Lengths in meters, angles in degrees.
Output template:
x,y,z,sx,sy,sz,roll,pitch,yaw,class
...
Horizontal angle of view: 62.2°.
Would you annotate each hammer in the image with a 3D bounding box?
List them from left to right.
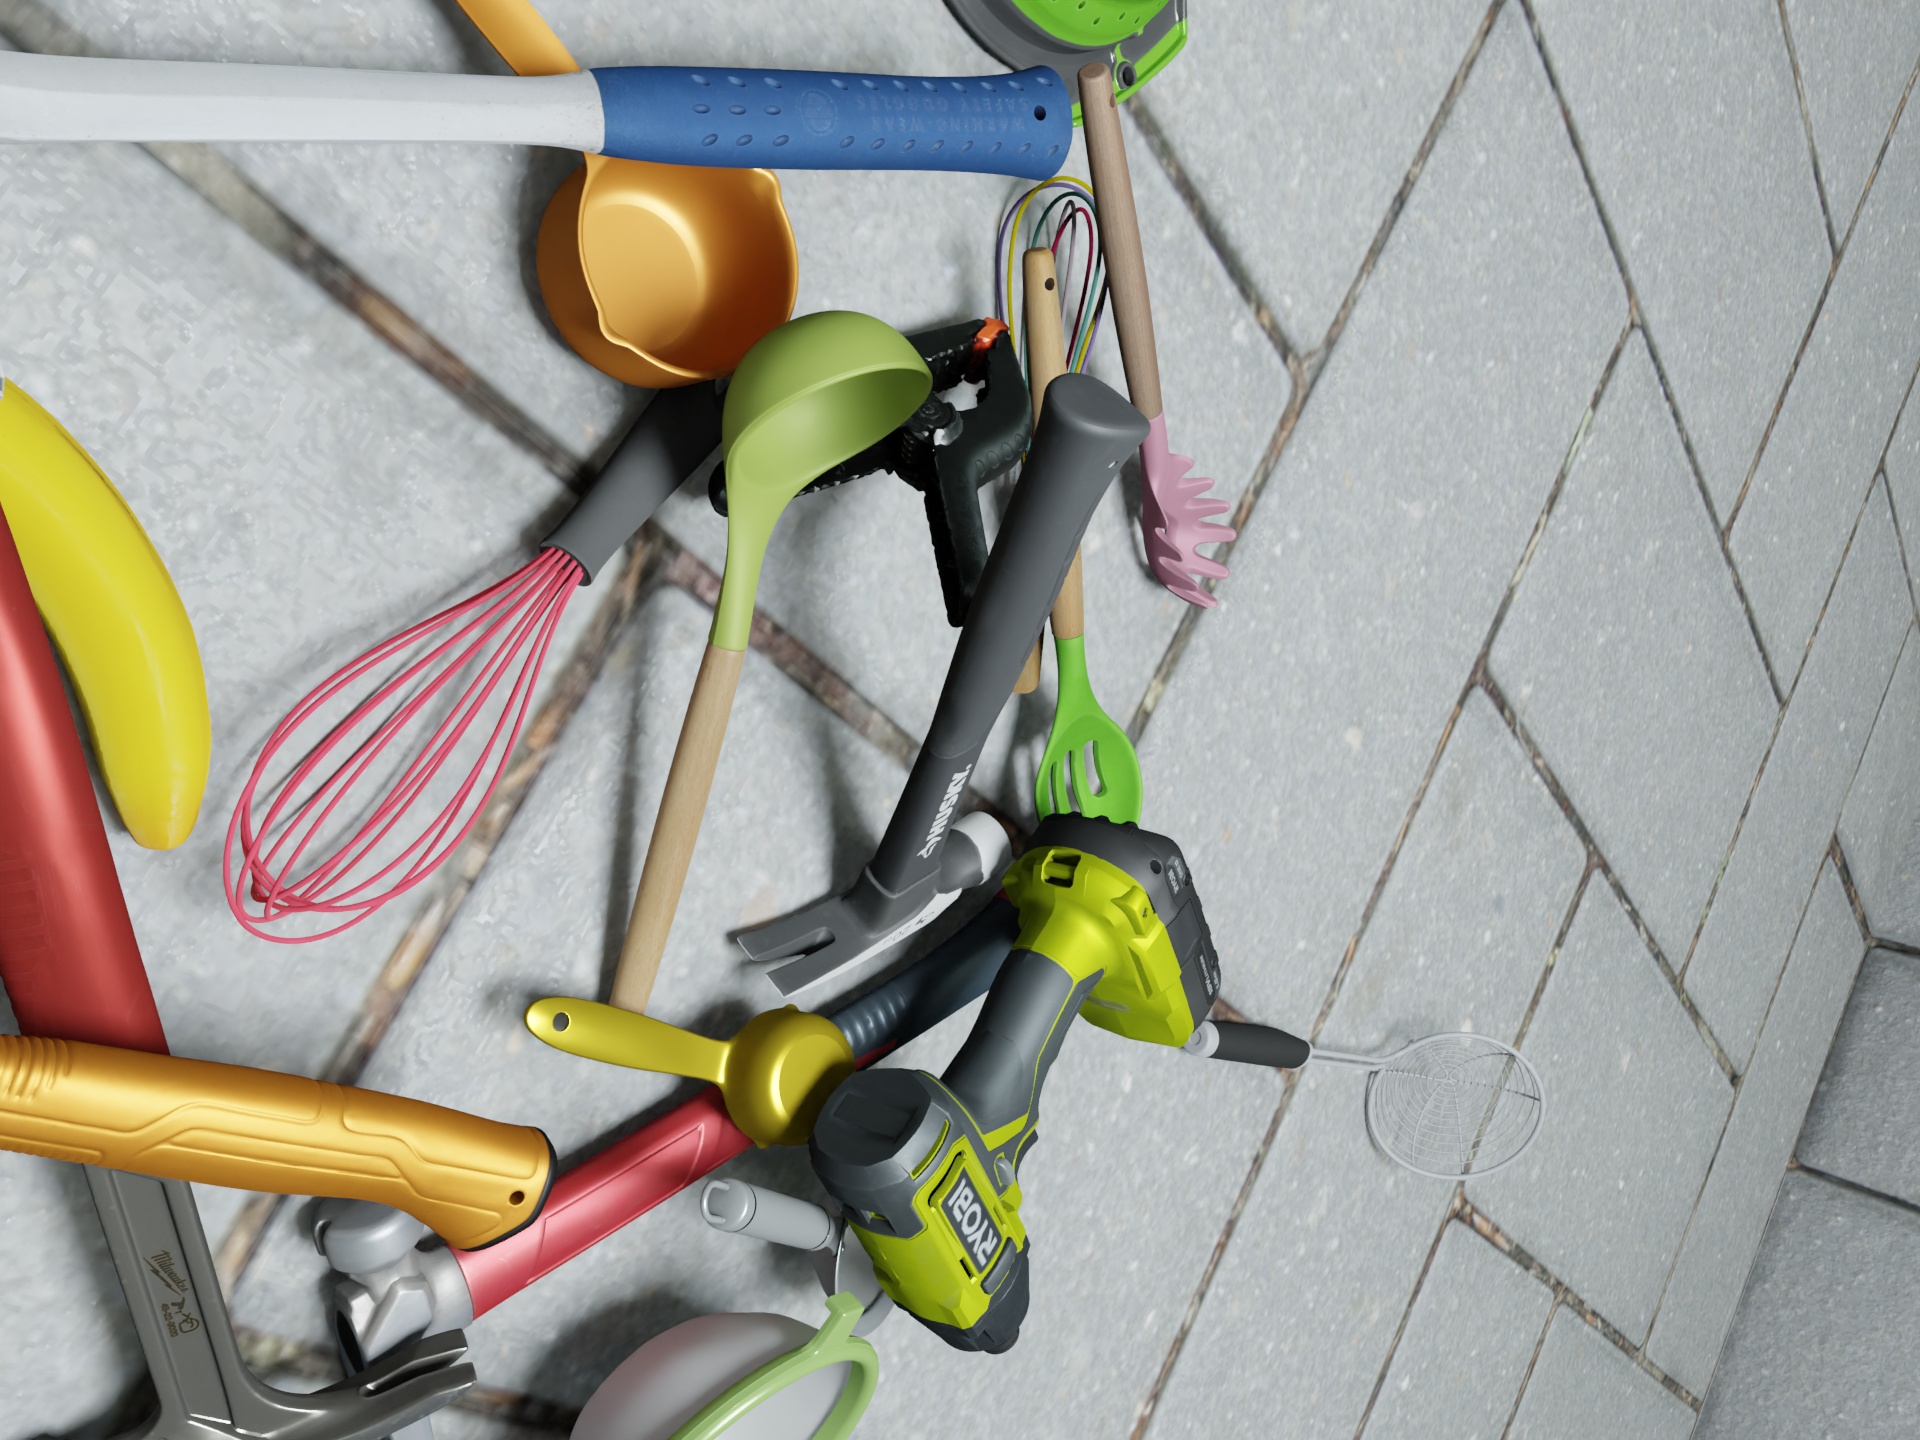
x,y,z,sx,sy,sz,roll,pitch,yaw,class
-0.253,0.091,0.424,0.336,0.034,0.127,26,89,-41,hammer
-0.250,0.091,0.478,0.149,0.037,0.358,-14,115,-24,hammer
-0.127,-0.188,0.508,0.405,0.035,0.144,-13,96,-35,hammer
-0.089,0.183,0.715,0.386,0.038,0.143,-25,119,-40,hammer
-0.001,-0.002,0.626,0.146,0.035,0.334,-29,156,-33,hammer

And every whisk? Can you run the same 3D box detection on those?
x,y,z,sx,sy,sz,roll,pitch,yaw,class
-0.154,-0.043,0.572,0.296,0.073,0.073,-57,135,-27,whisk
0.042,-0.132,0.762,0.047,0.051,0.245,-14,114,-50,whisk

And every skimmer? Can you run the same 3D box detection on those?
x,y,z,sx,sy,sz,roll,pitch,yaw,class
0.278,0.254,1.083,0.363,0.090,0.127,19,119,-45,skimmer

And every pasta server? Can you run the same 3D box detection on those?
x,y,z,sx,sy,sz,roll,pitch,yaw,class
0.094,-0.168,0.759,0.315,0.040,0.060,70,38,-51,pasta server

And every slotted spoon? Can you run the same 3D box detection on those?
x,y,z,sx,sy,sz,roll,pitch,yaw,class
0.051,-0.066,0.756,0.070,0.031,0.313,-26,124,-31,slotted spoon

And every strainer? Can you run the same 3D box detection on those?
x,y,z,sx,sy,sz,roll,pitch,yaw,class
-0.110,0.327,0.708,0.151,0.069,0.256,-35,149,-22,strainer
-0.063,0.217,0.686,0.258,0.050,0.087,58,41,-64,strainer

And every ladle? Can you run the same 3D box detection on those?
x,y,z,sx,sy,sz,roll,pitch,yaw,class
-0.087,0.000,0.604,0.078,0.062,0.320,-12,126,-56,ladle

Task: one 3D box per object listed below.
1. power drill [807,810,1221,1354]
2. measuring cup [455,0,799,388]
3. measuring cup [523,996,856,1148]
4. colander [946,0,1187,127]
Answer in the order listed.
x,y,z,sx,sy,sz,roll,pitch,yaw,class
0.033,0.166,0.731,0.223,0.080,0.171,-52,135,-34,power drill
-0.133,-0.194,0.559,0.173,0.052,0.095,50,63,-25,measuring cup
-0.103,0.135,0.640,0.156,0.029,0.062,26,68,-41,measuring cup
0.047,-0.448,0.637,0.204,0.095,0.396,-46,130,-28,colander
